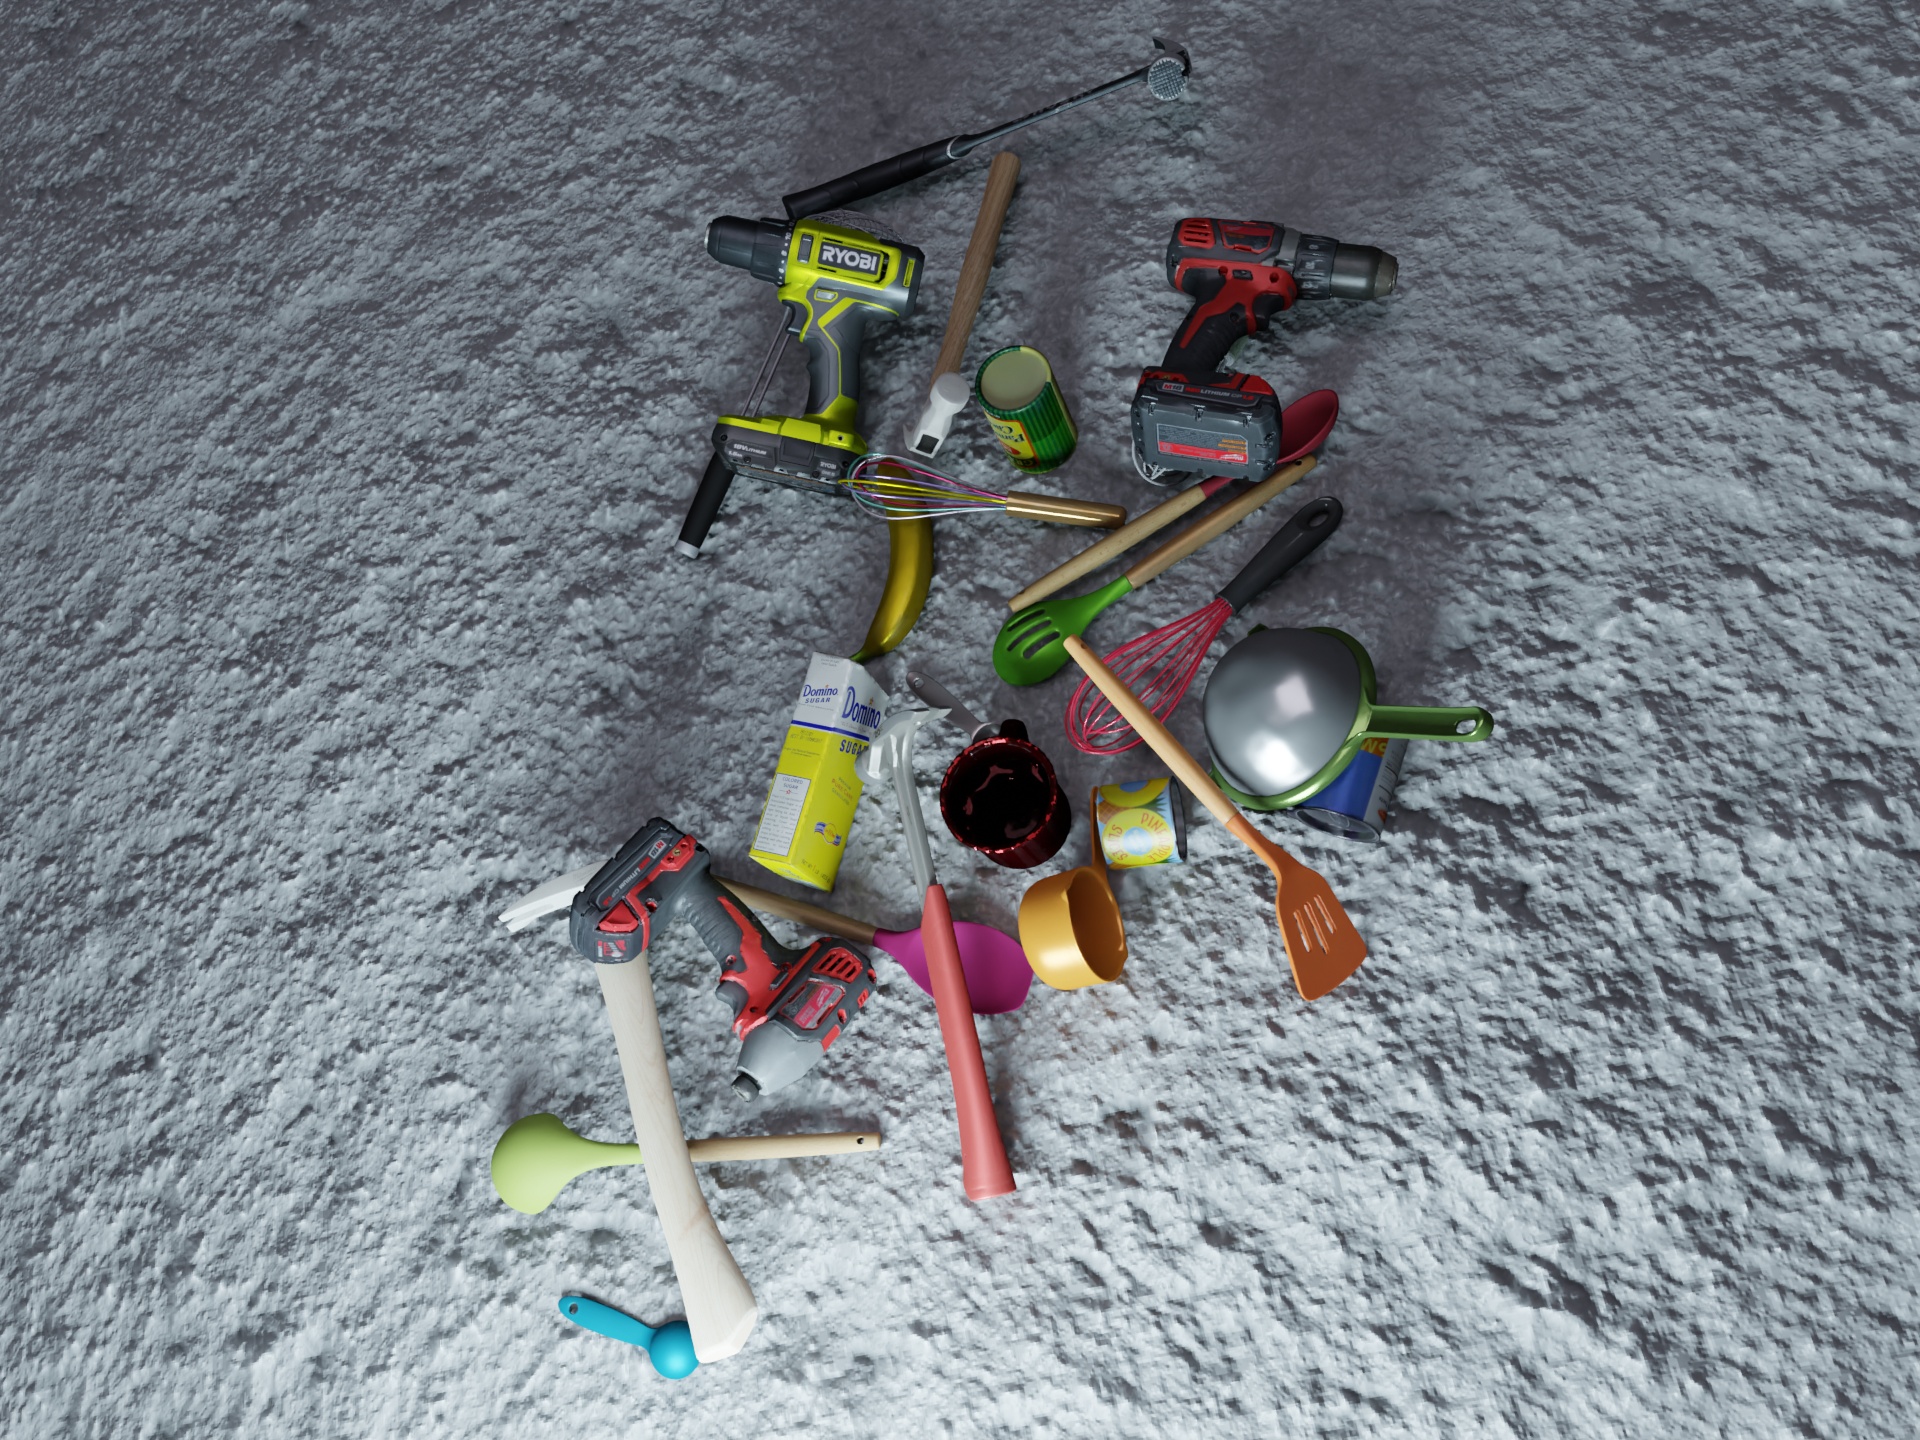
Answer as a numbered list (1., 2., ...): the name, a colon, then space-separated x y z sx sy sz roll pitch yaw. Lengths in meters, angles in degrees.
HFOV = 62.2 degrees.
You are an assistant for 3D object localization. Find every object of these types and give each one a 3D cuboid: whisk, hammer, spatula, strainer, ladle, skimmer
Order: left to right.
1. hammer: -0.248 0.290 1.229 0.146 0.038 0.411 -21 58 -3
2. ladle: -0.217 0.340 1.246 0.320 0.062 0.078 -5 65 8
3. skimmer: -0.165 -0.311 1.474 0.127 0.090 0.363 24 89 21
4. hammer: -0.010 0.172 1.185 0.036 0.149 0.359 -7 77 -24
5. hammer: 0.006 -0.374 1.411 0.031 0.130 0.331 20 63 -11
6. hammer: 0.017 -0.542 1.476 0.409 0.036 0.149 -14 29 19
7. whisk: 0.018 -0.188 1.341 0.245 0.047 0.051 8 63 3
8. ladle: 0.175 -0.175 1.305 0.315 0.031 0.069 -31 29 2
9. spatula: 0.180 0.060 1.174 0.081 0.041 0.323 -26 68 -38
10. whisk: 0.197 -0.078 1.261 0.296 0.073 0.073 -42 64 -9
11. whisk: 0.218 -0.302 1.346 0.059 0.058 0.246 34 78 -10
12. strainer: 0.257 -0.012 1.137 0.256 0.069 0.151 4 68 56

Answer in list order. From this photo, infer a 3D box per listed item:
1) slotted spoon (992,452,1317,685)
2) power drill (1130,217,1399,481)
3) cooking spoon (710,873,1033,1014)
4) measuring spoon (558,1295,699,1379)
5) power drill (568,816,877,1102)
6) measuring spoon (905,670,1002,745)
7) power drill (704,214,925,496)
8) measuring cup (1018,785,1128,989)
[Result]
1. slotted spoon: 0.158 -0.130 1.307 0.314 0.031 0.070 -33 57 1
2. power drill: 0.242 -0.307 1.280 0.188 0.080 0.227 11 65 16
3. cooking spoon: -0.090 0.166 1.277 0.319 0.017 0.069 15 80 21
4. measuring spoon: -0.257 0.466 1.214 0.129 0.021 0.042 13 74 20
5. power drill: -0.189 0.188 1.228 0.220 0.078 0.143 34 57 10
6. measuring spoon: -0.002 -0.004 1.319 0.034 0.018 0.124 -48 58 -4
7. power drill: -0.145 -0.325 1.392 0.190 0.080 0.228 12 89 -4
8. measuring cup: 0.084 0.125 1.216 0.052 0.095 0.174 -20 43 27
